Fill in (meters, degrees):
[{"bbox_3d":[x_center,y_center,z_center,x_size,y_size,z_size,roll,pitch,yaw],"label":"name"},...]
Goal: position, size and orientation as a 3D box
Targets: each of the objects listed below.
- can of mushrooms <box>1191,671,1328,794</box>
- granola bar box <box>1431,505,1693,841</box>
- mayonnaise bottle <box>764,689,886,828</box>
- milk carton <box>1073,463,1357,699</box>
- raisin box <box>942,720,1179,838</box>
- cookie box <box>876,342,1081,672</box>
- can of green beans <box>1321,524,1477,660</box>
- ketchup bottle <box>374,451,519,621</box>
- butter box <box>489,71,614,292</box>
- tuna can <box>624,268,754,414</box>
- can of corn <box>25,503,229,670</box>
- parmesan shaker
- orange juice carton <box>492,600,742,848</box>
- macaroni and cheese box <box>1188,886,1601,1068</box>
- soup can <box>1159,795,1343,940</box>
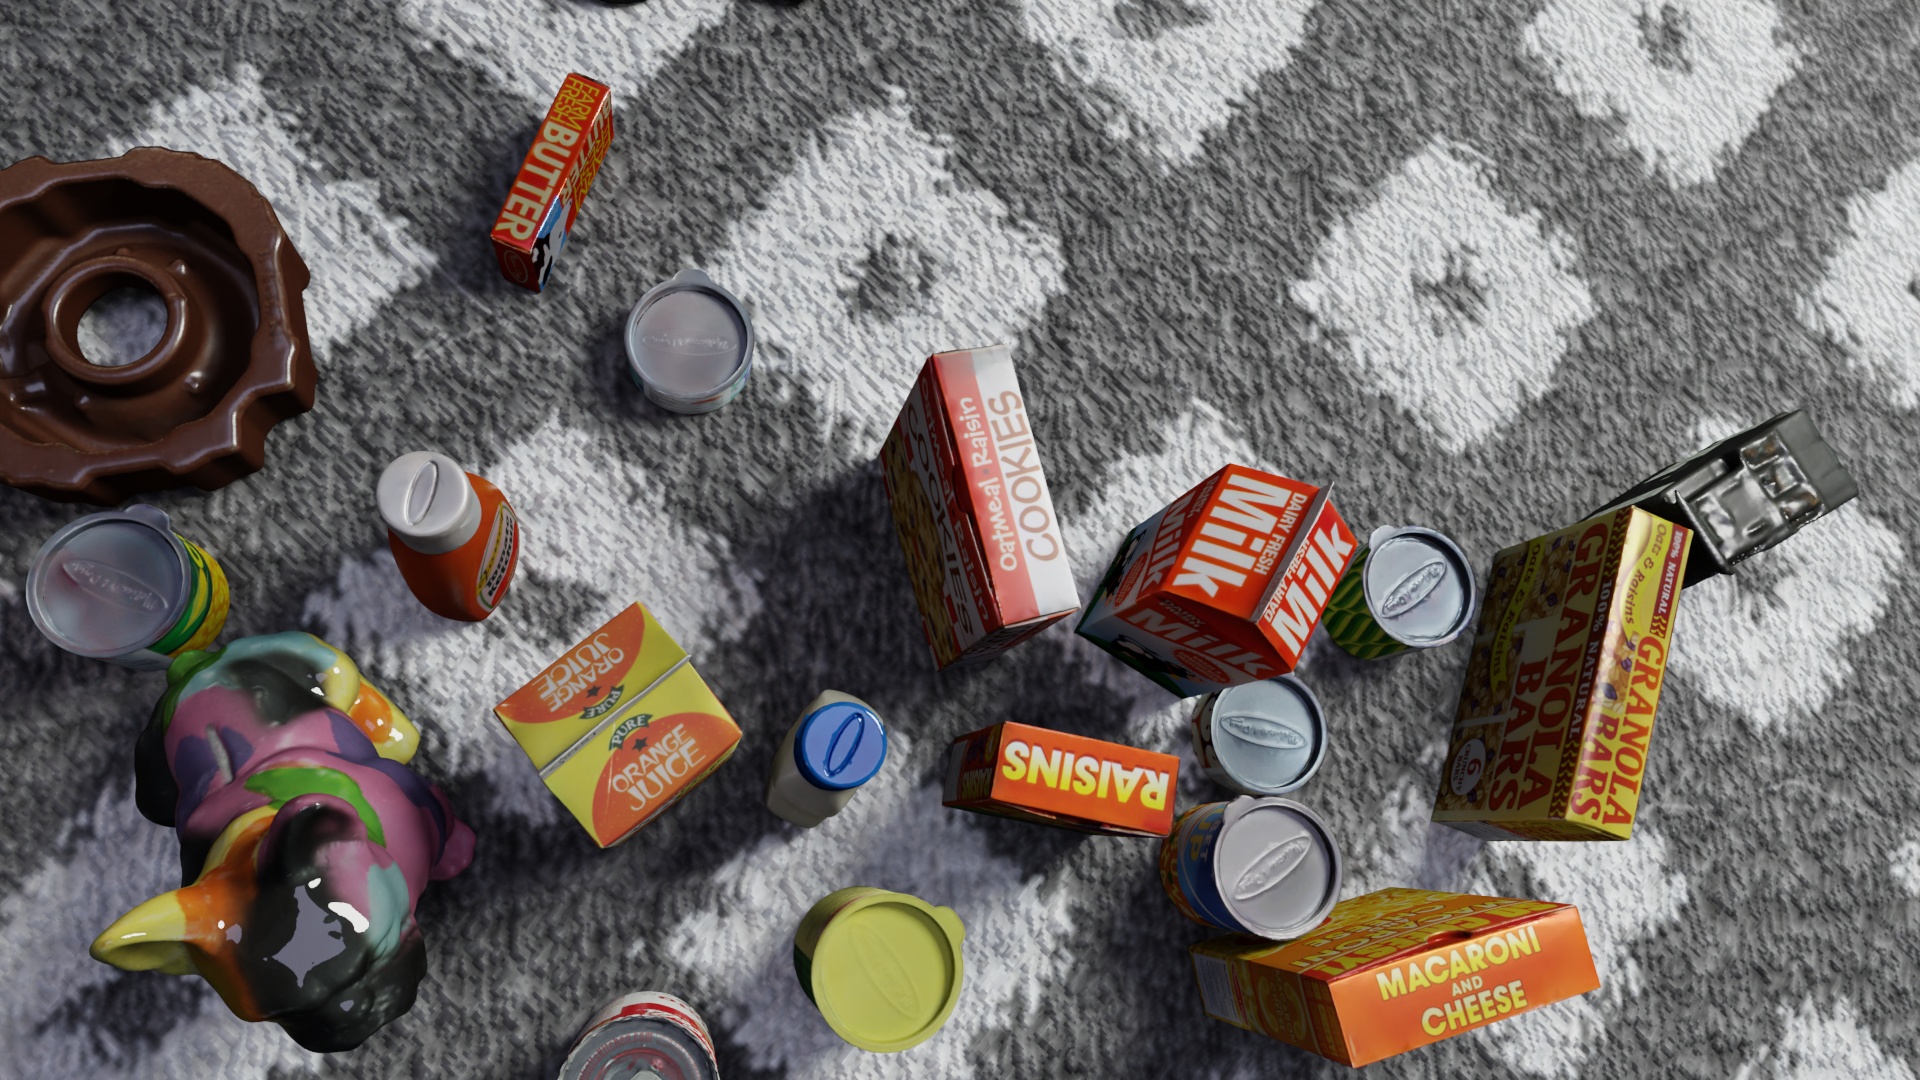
[{"bbox_3d":[0.160,0.101,0.744,0.071,0.033,0.071,2,77,-11],"label":"can of mushrooms"},{"bbox_3d":[0.316,0.075,0.734,0.039,0.124,0.166,21,75,-6],"label":"granola bar box"},{"bbox_3d":[-0.061,0.099,0.641,0.041,0.147,0.065,28,74,-4],"label":"mayonnaise bottle"},{"bbox_3d":[0.125,0.022,0.673,0.073,0.190,0.072,32,74,-3],"label":"milk carton"},{"bbox_3d":[0.044,0.117,0.670,0.086,0.123,0.040,13,76,-8],"label":"raisin box"},{"bbox_3d":[0.002,-0.008,0.667,0.040,0.167,0.123,-13,81,-14],"label":"cookie box"},{"bbox_3d":[0.238,0.030,0.763,0.071,0.057,0.071,2,77,-11],"label":"can of green beans"},{"bbox_3d":[-0.232,-0.004,0.629,0.043,0.148,0.065,13,76,-8],"label":"ketchup bottle"},{"bbox_3d":[-0.211,-0.186,0.724,0.024,0.053,0.104,21,75,-6],"label":"butter box"},{"bbox_3d":[-0.142,-0.104,0.730,0.071,0.032,0.071,2,77,-11],"label":"tuna can"},{"bbox_3d":[-0.380,0.022,0.641,0.071,0.058,0.071,2,77,-11],"label":"can of corn"},{"bbox_3d":[-0.038,0.195,0.647,0.071,0.103,0.071,2,78,-11],"label":"parmesan shaker"},{"bbox_3d":[-0.145,0.083,0.604,0.072,0.192,0.073,-38,88,-16],"label":"orange juice carton"},{"bbox_3d":[0.196,0.201,0.660,0.124,0.166,0.040,-12,81,-13],"label":"macaroni and cheese box"},{"bbox_3d":[0.143,0.162,0.701,0.071,0.083,0.071,2,78,-11],"label":"soup can"}]
